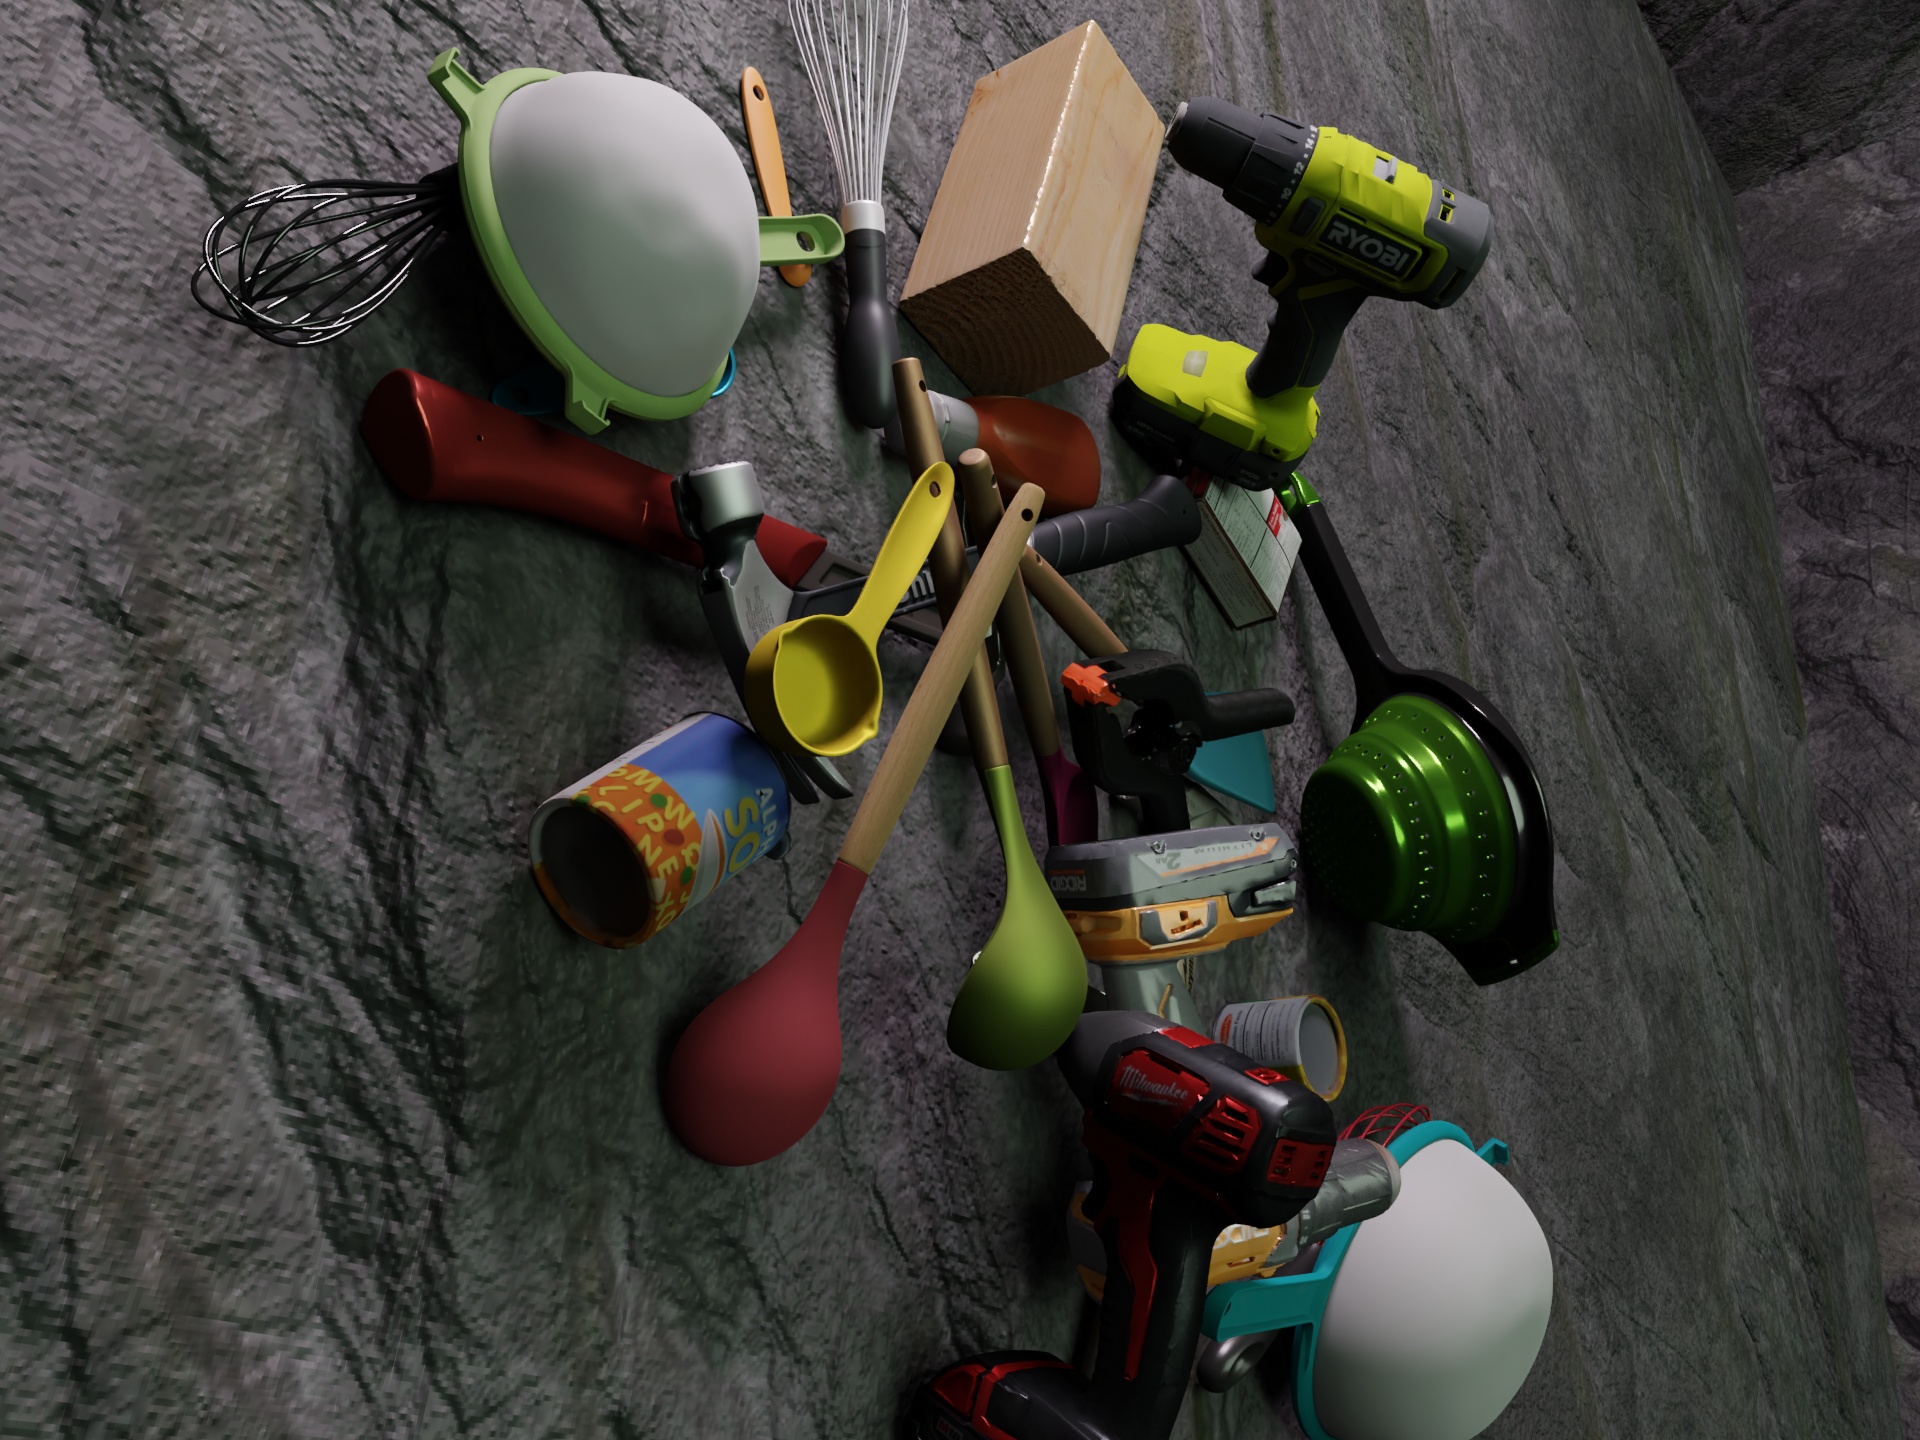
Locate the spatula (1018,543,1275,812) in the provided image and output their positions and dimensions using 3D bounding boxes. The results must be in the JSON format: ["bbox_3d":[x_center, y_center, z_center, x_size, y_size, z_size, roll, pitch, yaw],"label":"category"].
[{"bbox_3d":[0.103,-0.028,0.869,0.317,0.044,0.082,38,41,-56],"label":"spatula"}]

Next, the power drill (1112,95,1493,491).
[{"bbox_3d":[0.182,-0.260,0.970,0.190,0.228,0.080,23,54,-6],"label":"power drill"}]

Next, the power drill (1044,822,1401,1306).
[{"bbox_3d":[0.136,0.168,0.809,0.185,0.084,0.226,-4,86,-26],"label":"power drill"}]

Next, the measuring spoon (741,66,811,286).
[{"bbox_3d":[-0.093,-0.278,0.810,0.021,0.011,0.117,-8,85,-52],"label":"measuring spoon"}]

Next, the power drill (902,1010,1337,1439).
[{"bbox_3d":[0.065,0.238,0.696,0.078,0.143,0.219,21,90,-45],"label":"power drill"}]

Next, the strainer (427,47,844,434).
[{"bbox_3d":[-0.101,-0.217,0.691,0.256,0.069,0.151,-32,102,-59],"label":"strainer"}]

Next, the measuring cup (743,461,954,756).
[{"bbox_3d":[-0.042,-0.051,0.665,0.062,0.029,0.157,48,52,-31],"label":"measuring cup"}]

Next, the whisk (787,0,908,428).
[{"bbox_3d":[-0.054,-0.292,0.833,0.070,0.070,0.285,4,81,-51],"label":"whisk"}]

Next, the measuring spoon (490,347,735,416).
[{"bbox_3d":[-0.153,-0.149,0.694,0.128,0.021,0.042,-27,96,-43],"label":"measuring spoon"}]

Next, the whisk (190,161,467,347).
[{"bbox_3d":[-0.205,-0.203,0.622,0.055,0.055,0.239,59,35,-20],"label":"whisk"}]

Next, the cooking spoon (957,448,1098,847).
[{"bbox_3d":[0.038,-0.005,0.789,0.318,0.017,0.069,73,32,-45],"label":"cooking spoon"}]

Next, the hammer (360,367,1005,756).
[{"bbox_3d":[-0.098,-0.088,0.722,0.358,0.037,0.149,18,65,-48],"label":"hammer"}]

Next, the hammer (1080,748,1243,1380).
[{"bbox_3d":[0.112,0.224,0.884,0.146,0.038,0.411,40,50,-39],"label":"hammer"}]

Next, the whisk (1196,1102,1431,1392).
[{"bbox_3d":[0.226,0.320,0.982,0.296,0.073,0.073,-26,99,-46],"label":"whisk"}]

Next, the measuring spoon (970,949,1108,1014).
[{"bbox_3d":[0.058,0.146,0.832,0.124,0.018,0.034,24,71,-16],"label":"measuring spoon"}]

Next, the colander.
[{"bbox_3d":[0.273,0.001,1.113,0.094,0.204,0.397,-13,70,-19],"label":"colander"}]

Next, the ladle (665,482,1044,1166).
[{"bbox_3d":[-0.033,0.039,0.664,0.069,0.031,0.315,29,78,-19],"label":"ladle"}]

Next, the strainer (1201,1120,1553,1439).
[{"bbox_3d":[0.256,0.345,0.912,0.340,0.095,0.211,19,89,-49],"label":"strainer"}]

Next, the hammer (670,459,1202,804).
[{"bbox_3d":[0.021,-0.076,0.810,0.409,0.036,0.149,-22,99,-52],"label":"hammer"}]

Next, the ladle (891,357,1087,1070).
[{"bbox_3d":[-0.001,-0.002,0.713,0.078,0.062,0.320,-9,86,-56],"label":"ladle"}]
